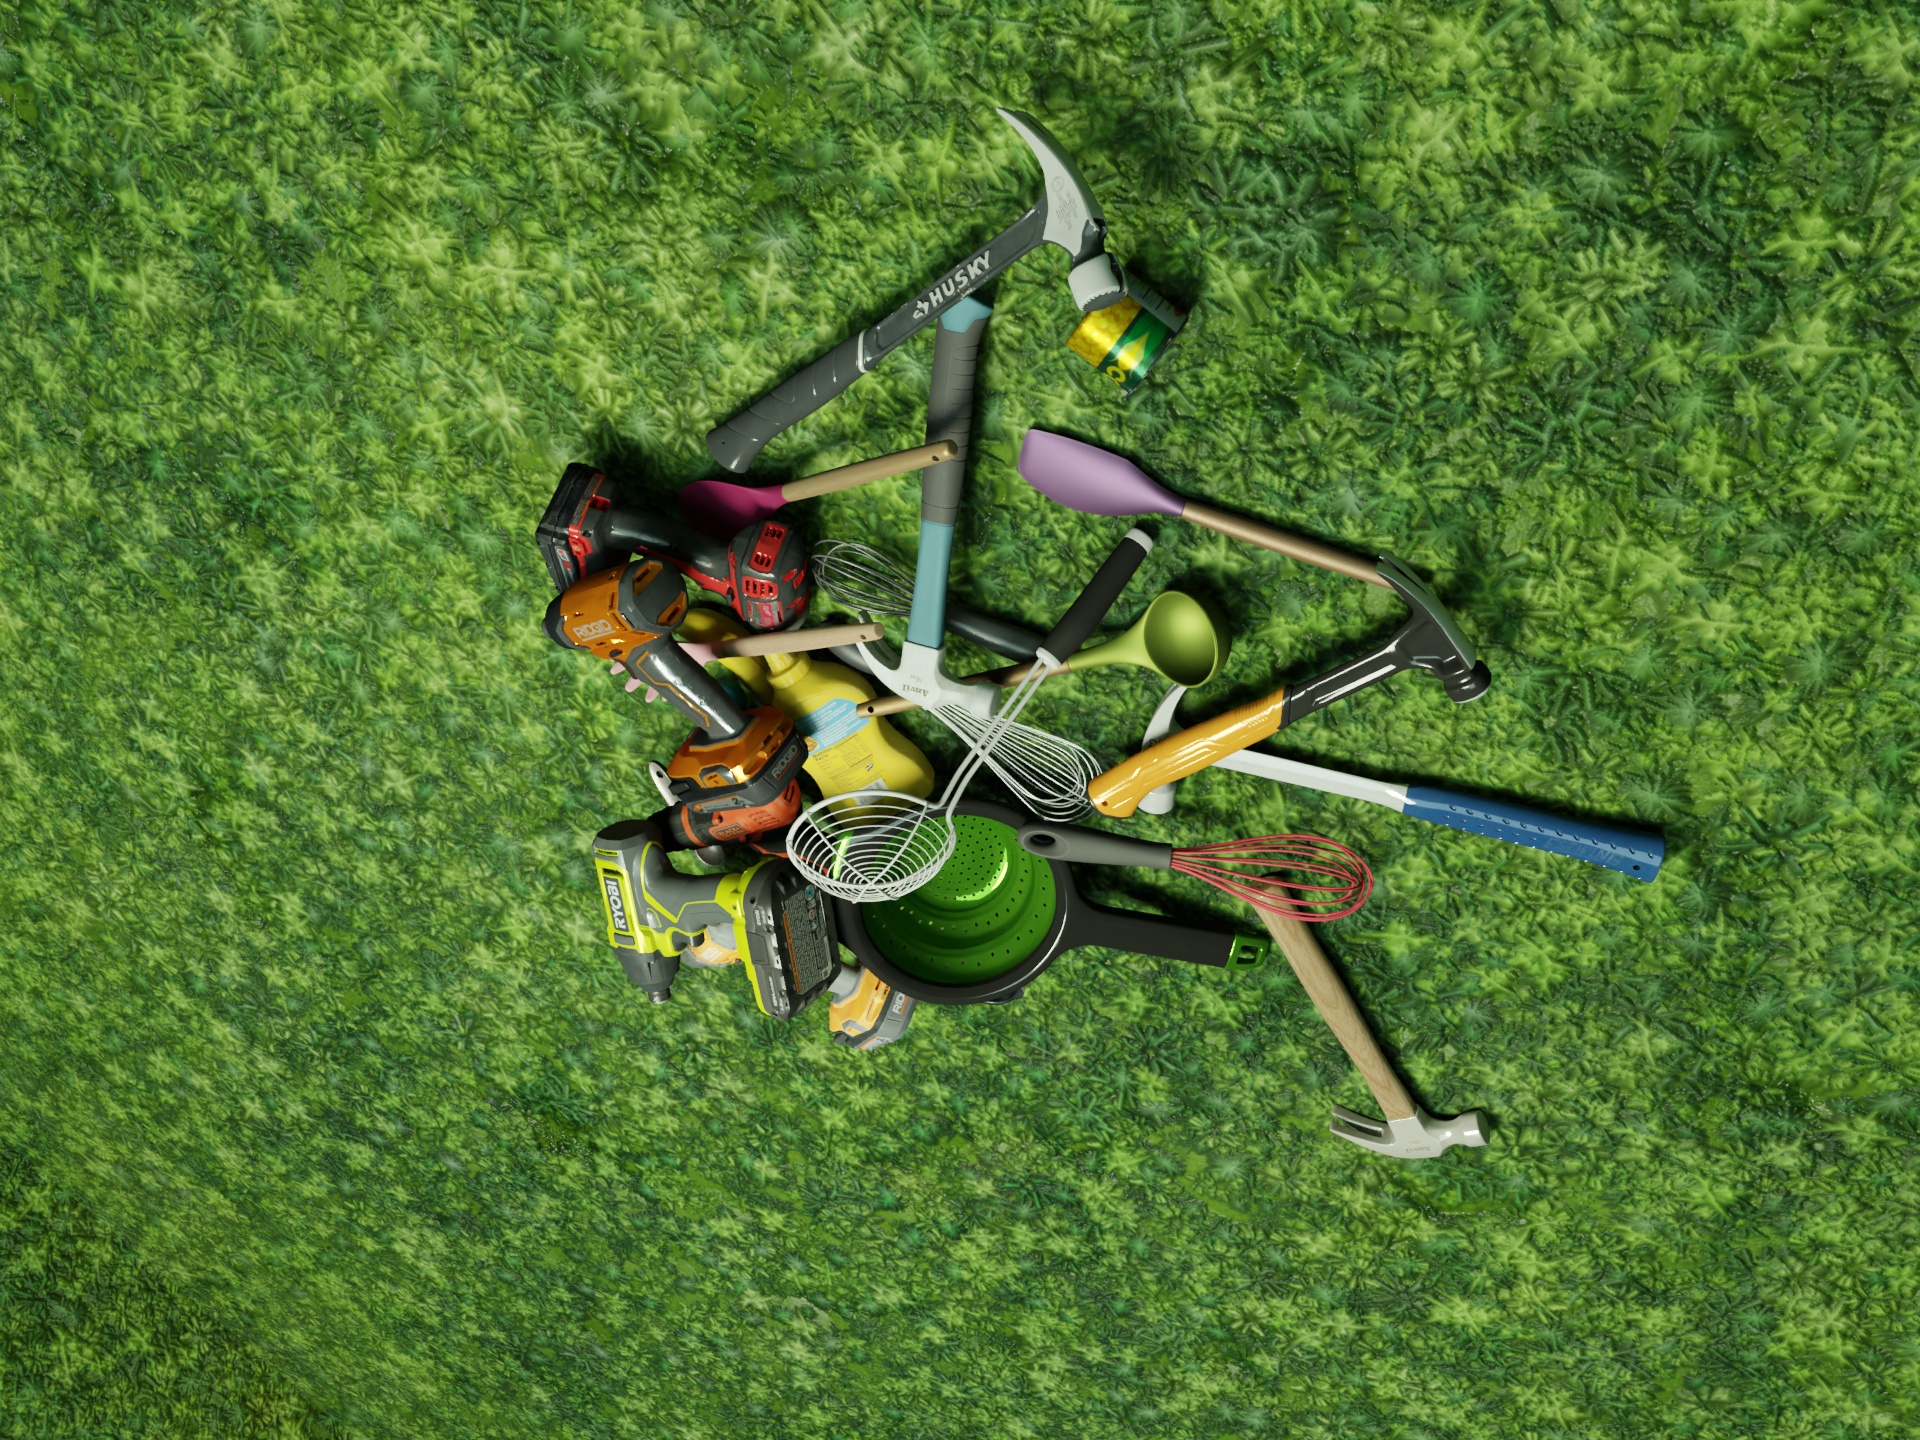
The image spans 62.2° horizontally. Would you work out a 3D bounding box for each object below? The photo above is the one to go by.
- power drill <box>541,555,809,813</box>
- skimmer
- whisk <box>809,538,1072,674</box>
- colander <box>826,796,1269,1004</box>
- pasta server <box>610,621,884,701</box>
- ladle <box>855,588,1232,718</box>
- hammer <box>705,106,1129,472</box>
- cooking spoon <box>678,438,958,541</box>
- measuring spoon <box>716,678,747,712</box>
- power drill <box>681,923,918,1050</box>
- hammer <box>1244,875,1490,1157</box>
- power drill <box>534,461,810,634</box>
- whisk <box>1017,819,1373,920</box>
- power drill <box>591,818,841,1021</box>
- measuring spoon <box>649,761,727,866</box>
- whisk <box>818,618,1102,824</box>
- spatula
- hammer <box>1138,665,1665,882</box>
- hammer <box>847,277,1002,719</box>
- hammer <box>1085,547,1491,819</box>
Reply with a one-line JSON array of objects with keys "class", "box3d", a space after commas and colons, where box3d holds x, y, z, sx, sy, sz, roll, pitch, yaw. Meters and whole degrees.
[{"class": "power drill", "box3d": [-0.247, -0.028, 1.322, 0.164, 0.084, 0.226, -9, 126, 44]}, {"class": "skimmer", "box3d": [0.013, -0.009, 1.219, 0.090, 0.363, 0.127, 30, 170, 47]}, {"class": "whisk", "box3d": [-0.015, -0.090, 1.305, 0.239, 0.055, 0.055, 22, 129, 1]}, {"class": "colander", "box3d": [0.077, 0.157, 1.421, 0.397, 0.095, 0.204, 11, 112, -7]}, {"class": "pasta server", "box3d": [-0.182, -0.056, 1.329, 0.316, 0.040, 0.060, -4, 133, 43]}, {"class": "ladle", "box3d": [0.059, -0.039, 1.267, 0.320, 0.062, 0.078, -13, 96, 18]}, {"class": "hammer", "box3d": [-0.059, -0.284, 1.159, 0.409, 0.036, 0.149, -24, 84, 42]}, {"class": "cooking spoon", "box3d": [-0.118, -0.184, 1.248, 0.319, 0.017, 0.068, -5, 133, 45]}, {"class": "measuring spoon", "box3d": [-0.221, -0.018, 1.436, 0.042, 0.021, 0.128, 48, 157, -14]}, {"class": "power drill", "box3d": [-0.168, 0.242, 1.551, 0.226, 0.084, 0.185, 28, 153, -12]}, {"class": "hammer", "box3d": [0.342, 0.270, 1.417, 0.130, 0.031, 0.331, -21, 113, 33]}, {"class": "power drill", "box3d": [-0.231, -0.130, 1.332, 0.219, 0.079, 0.143, 16, 156, 6]}, {"class": "whisk", "box3d": [0.194, 0.115, 1.321, 0.296, 0.073, 0.073, 8, 127, 5]}, {"class": "power drill", "box3d": [-0.218, 0.183, 1.393, 0.223, 0.080, 0.171, 5, 112, 34]}, {"class": "measuring spoon", "box3d": [-0.266, 0.089, 1.560, 0.034, 0.018, 0.124, -21, 106, 35]}, {"class": "whisk", "box3d": [-0.003, -0.003, 1.355, 0.284, 0.070, 0.070, 33, 130, 4]}, {"class": "spatula", "box3d": [0.191, -0.149, 1.190, 0.316, 0.018, 0.059, 20, 133, 10]}, {"class": "hammer", "box3d": [0.343, 0.055, 1.261, 0.405, 0.035, 0.144, 13, 128, 14]}, {"class": "hammer", "box3d": [-0.014, -0.166, 1.211, 0.128, 0.033, 0.330, 15, 115, 17]}, {"class": "hammer", "box3d": [0.225, -0.006, 1.220, 0.337, 0.034, 0.127, -30, 110, 36]}]
